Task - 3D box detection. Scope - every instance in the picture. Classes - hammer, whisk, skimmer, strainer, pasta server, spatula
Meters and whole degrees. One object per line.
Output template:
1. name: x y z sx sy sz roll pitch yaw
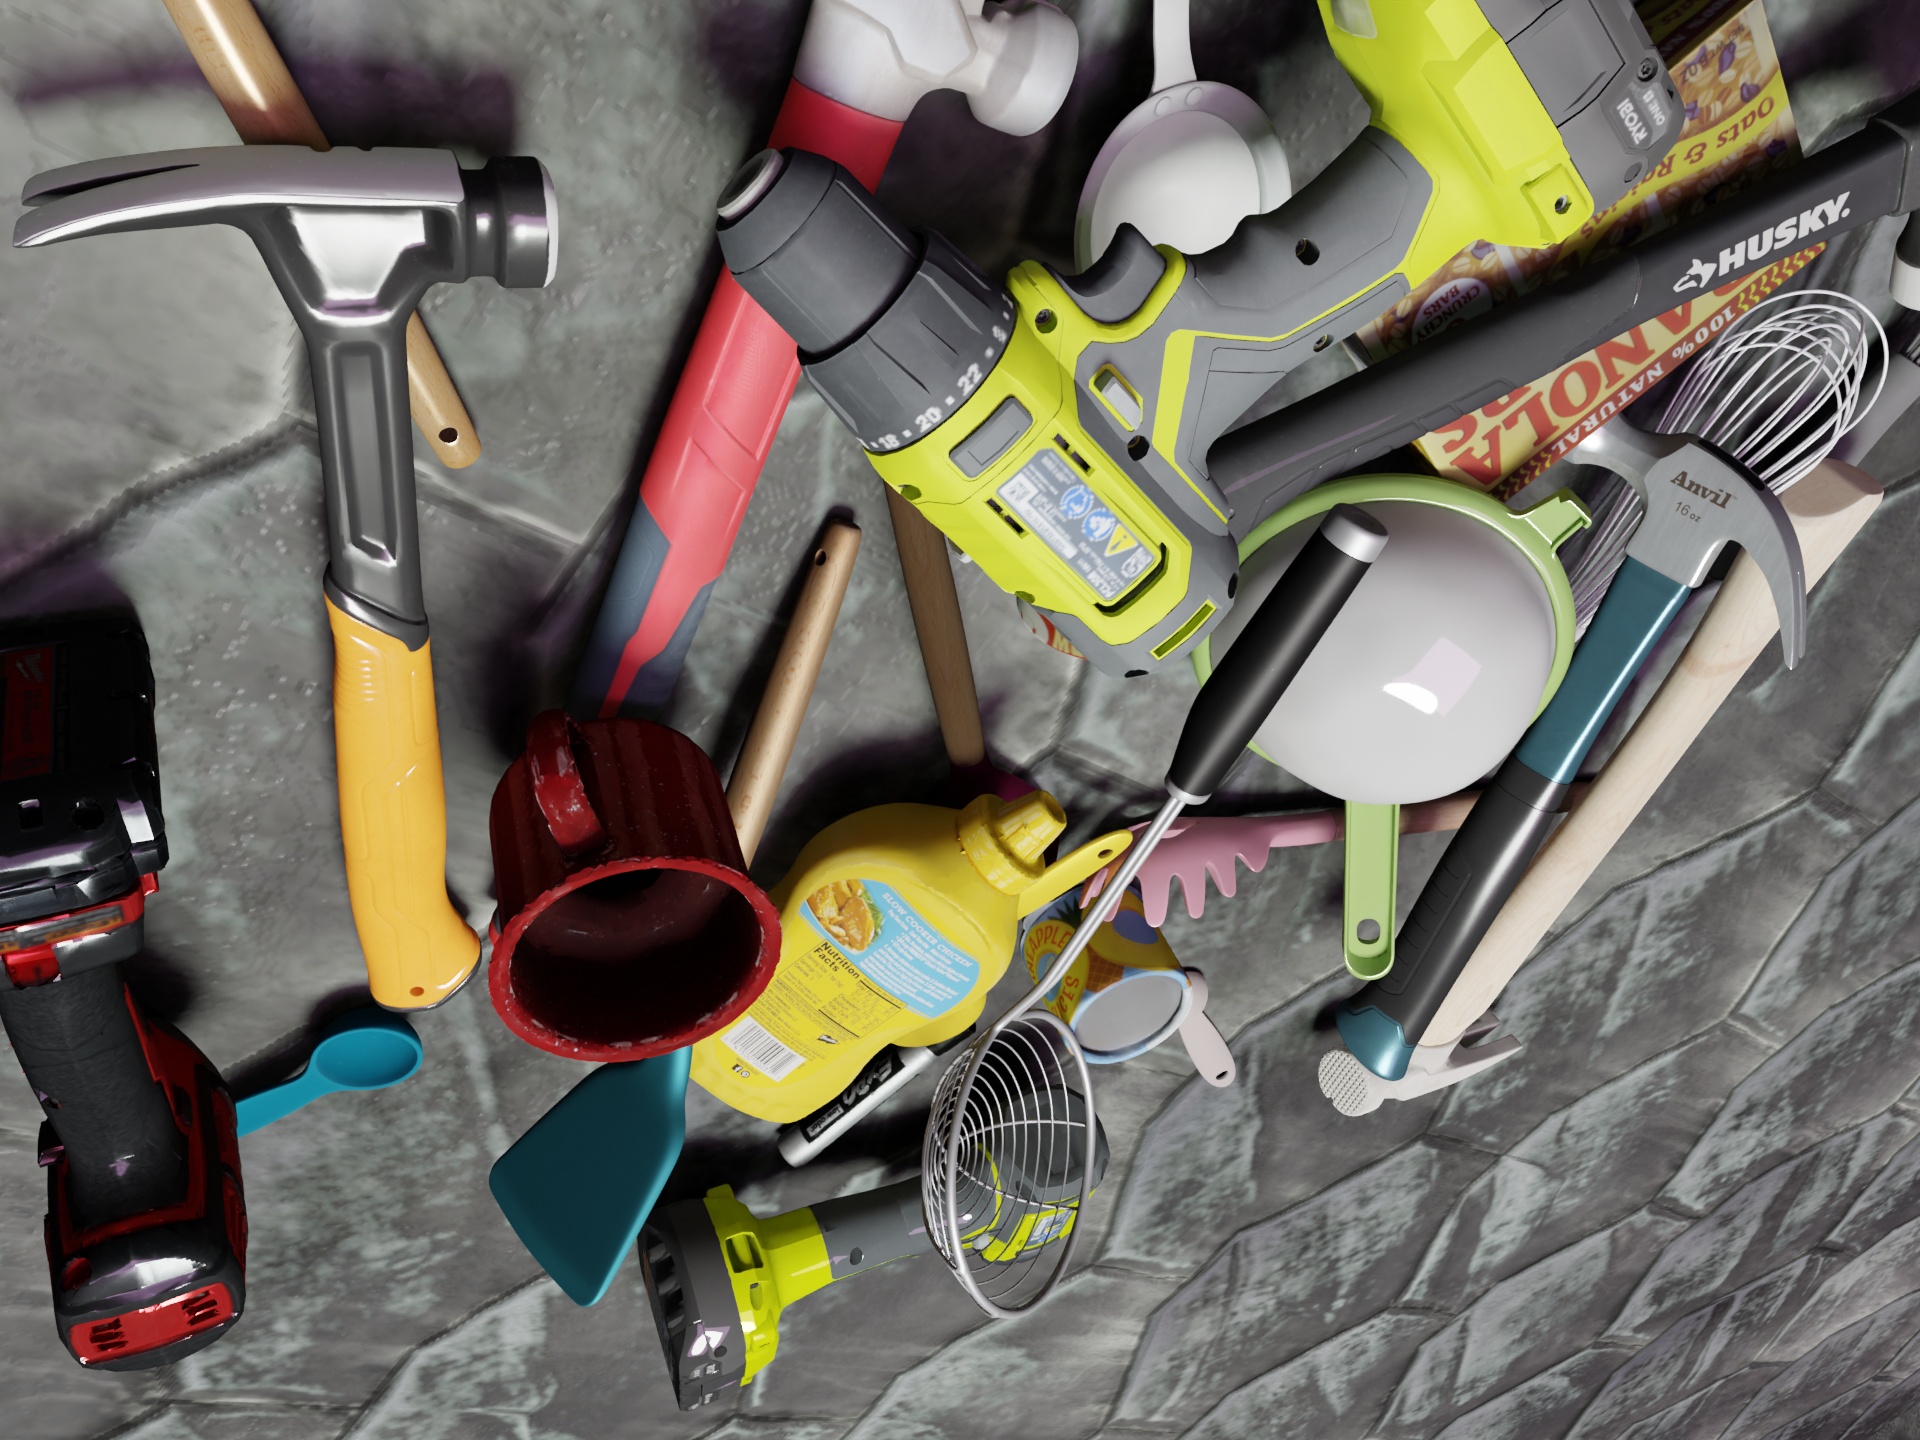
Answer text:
1. hammer: -0.106 -0.065 0.520 0.143 0.038 0.386 9 124 -30
2. whisk: 0.414 -0.152 0.689 0.055 0.055 0.239 14 125 -34
3. hammer: 0.216 -0.146 0.549 0.335 0.035 0.146 -26 135 -2
4. skimmer: 0.081 0.088 0.619 0.127 0.090 0.363 -25 150 -56
5. strainer: 0.062 -0.214 0.469 0.087 0.050 0.258 -23 131 -24
6. hammer: -0.193 -0.017 0.507 0.127 0.034 0.336 -6 135 -20
7. strainer: 0.171 0.027 0.653 0.151 0.069 0.256 0 125 11
8. pasta server: 0.199 0.056 0.775 0.316 0.060 0.040 -4 101 -26
9. hammer: 0.249 0.030 0.702 0.033 0.128 0.330 -24 142 -50
10. spatula: -0.102 0.071 0.603 0.044 0.082 0.317 2 116 -48
11. whisk: 0.282 -0.065 0.698 0.070 0.070 0.284 14 127 -34
12. hammer: 0.324 0.049 0.799 0.146 0.038 0.410 -7 135 -35

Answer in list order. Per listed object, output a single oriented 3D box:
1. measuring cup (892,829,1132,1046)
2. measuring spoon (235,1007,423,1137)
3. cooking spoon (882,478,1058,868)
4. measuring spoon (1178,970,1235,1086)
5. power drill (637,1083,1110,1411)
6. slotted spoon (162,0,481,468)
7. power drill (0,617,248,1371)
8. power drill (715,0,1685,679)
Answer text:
1. measuring cup: 0.020 0.100 0.714 0.156 0.029 0.062 -38 140 24
2. measuring spoon: -0.276 0.146 0.644 0.128 0.021 0.042 -25 137 9
3. cooking spoon: -0.001 -0.002 0.616 0.069 0.017 0.318 -21 143 -7
4. measuring spoon: 0.131 0.174 0.858 0.034 0.018 0.124 -30 136 2
5. power drill: -0.044 0.267 0.807 0.223 0.080 0.171 -14 150 -18
6. slotted spoon: -0.190 -0.184 0.383 0.070 0.031 0.313 -24 137 -5
7. power drill: -0.278 0.086 0.507 0.078 0.143 0.219 -12 126 -22
8. power drill: 0.064 -0.141 0.447 0.228 0.080 0.190 -42 122 11
